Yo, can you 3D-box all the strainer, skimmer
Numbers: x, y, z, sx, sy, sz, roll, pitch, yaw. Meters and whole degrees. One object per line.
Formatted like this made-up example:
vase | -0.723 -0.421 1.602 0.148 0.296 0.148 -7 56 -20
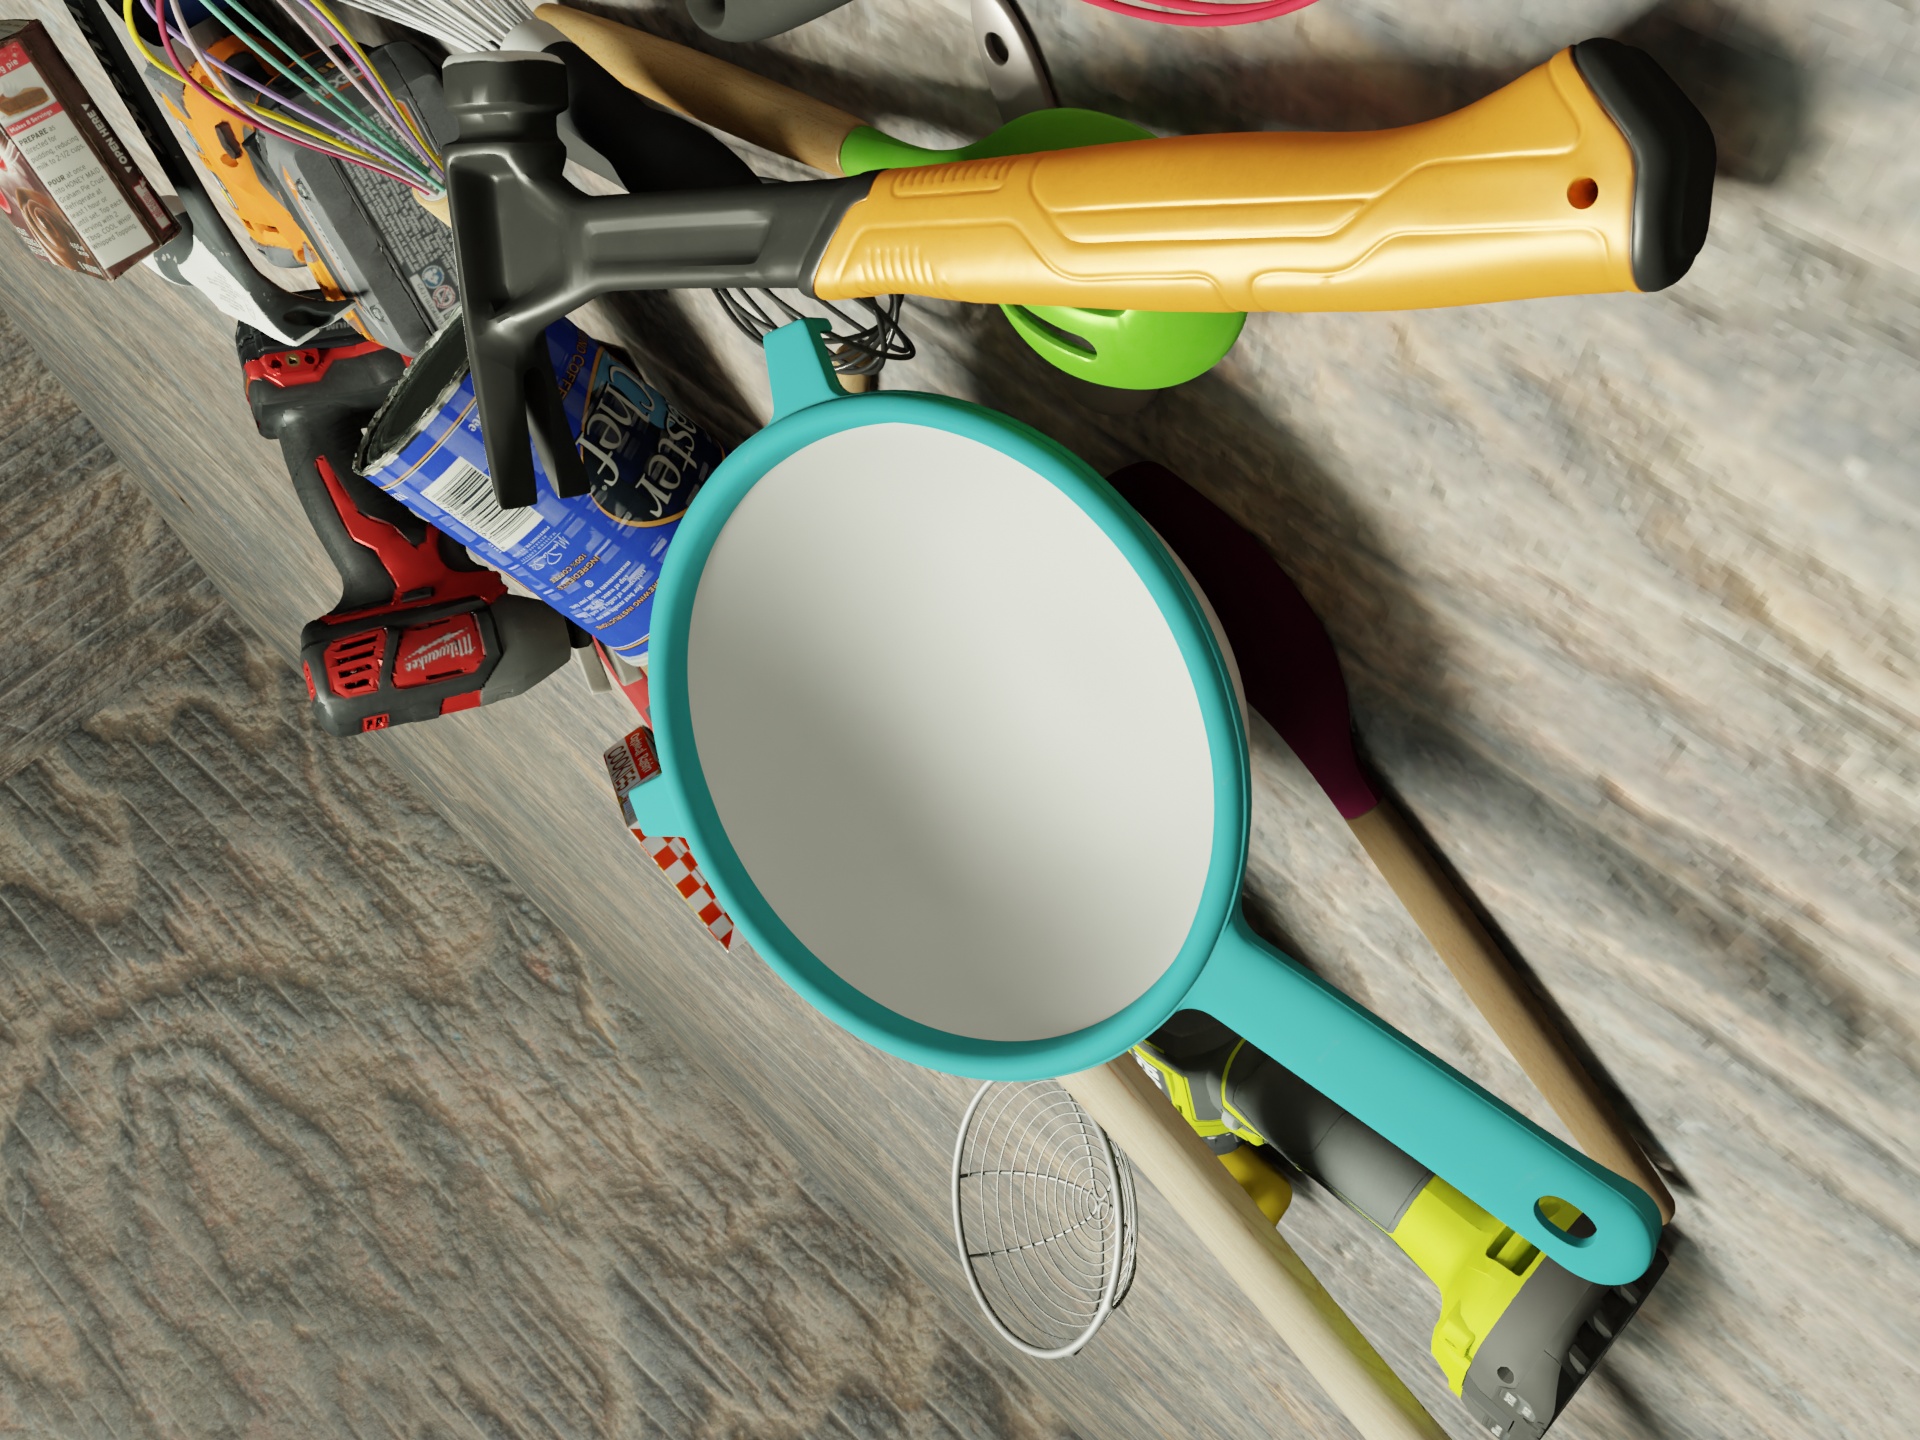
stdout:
strainer | 0.059 0.032 0.480 0.340 0.095 0.211 35 123 19
skimmer | -0.016 0.115 0.657 0.127 0.090 0.363 23 145 55

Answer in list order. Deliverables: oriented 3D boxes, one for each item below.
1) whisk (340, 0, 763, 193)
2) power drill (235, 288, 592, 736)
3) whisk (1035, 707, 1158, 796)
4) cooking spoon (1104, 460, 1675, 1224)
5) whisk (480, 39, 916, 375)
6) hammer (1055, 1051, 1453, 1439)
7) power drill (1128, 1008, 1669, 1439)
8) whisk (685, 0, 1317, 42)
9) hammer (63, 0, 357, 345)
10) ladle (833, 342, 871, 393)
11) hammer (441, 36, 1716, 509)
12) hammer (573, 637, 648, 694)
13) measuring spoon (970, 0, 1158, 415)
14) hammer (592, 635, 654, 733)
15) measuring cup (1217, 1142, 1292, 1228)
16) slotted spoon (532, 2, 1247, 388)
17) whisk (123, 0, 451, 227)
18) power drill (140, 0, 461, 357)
whisk | -0.152 -0.222 0.501 0.285 0.070 0.070 43 160 21
power drill | -0.283 -0.110 0.824 0.078 0.143 0.220 149 106 -68
whisk | -0.001 -0.002 0.629 0.246 0.057 0.059 6 99 46
cooking spoon | 0.145 0.047 0.515 0.318 0.017 0.069 52 159 -11
whisk | -0.099 -0.180 0.535 0.239 0.055 0.055 40 159 29
hammer | 0.131 0.225 0.624 0.410 0.038 0.146 51 166 -15
power drill | 0.163 0.191 0.668 0.229 0.080 0.190 37 162 30
whisk | 0.000 -0.175 0.338 0.296 0.073 0.073 26 152 57
hammer | -0.332 -0.298 0.546 0.149 0.036 0.408 34 155 28
ladle | -0.067 -0.054 0.694 0.078 0.062 0.320 42 157 11
hammer | -0.007 -0.105 0.371 0.337 0.034 0.127 10 110 37
hammer | -0.140 -0.019 0.795 0.332 0.031 0.130 43 145 43
measuring spoon | 0.023 -0.132 0.424 0.034 0.018 0.124 25 150 46
hammer | -0.221 -0.030 1.063 0.143 0.038 0.385 22 149 50
measuring cup | 0.138 0.230 0.785 0.062 0.029 0.156 36 178 14
slotted spoon | -0.044 -0.167 0.457 0.314 0.031 0.070 37 145 37
whisk | -0.209 -0.208 0.585 0.051 0.047 0.245 36 -178 17
power drill | -0.300 -0.267 0.721 0.227 0.084 0.164 34 156 39
